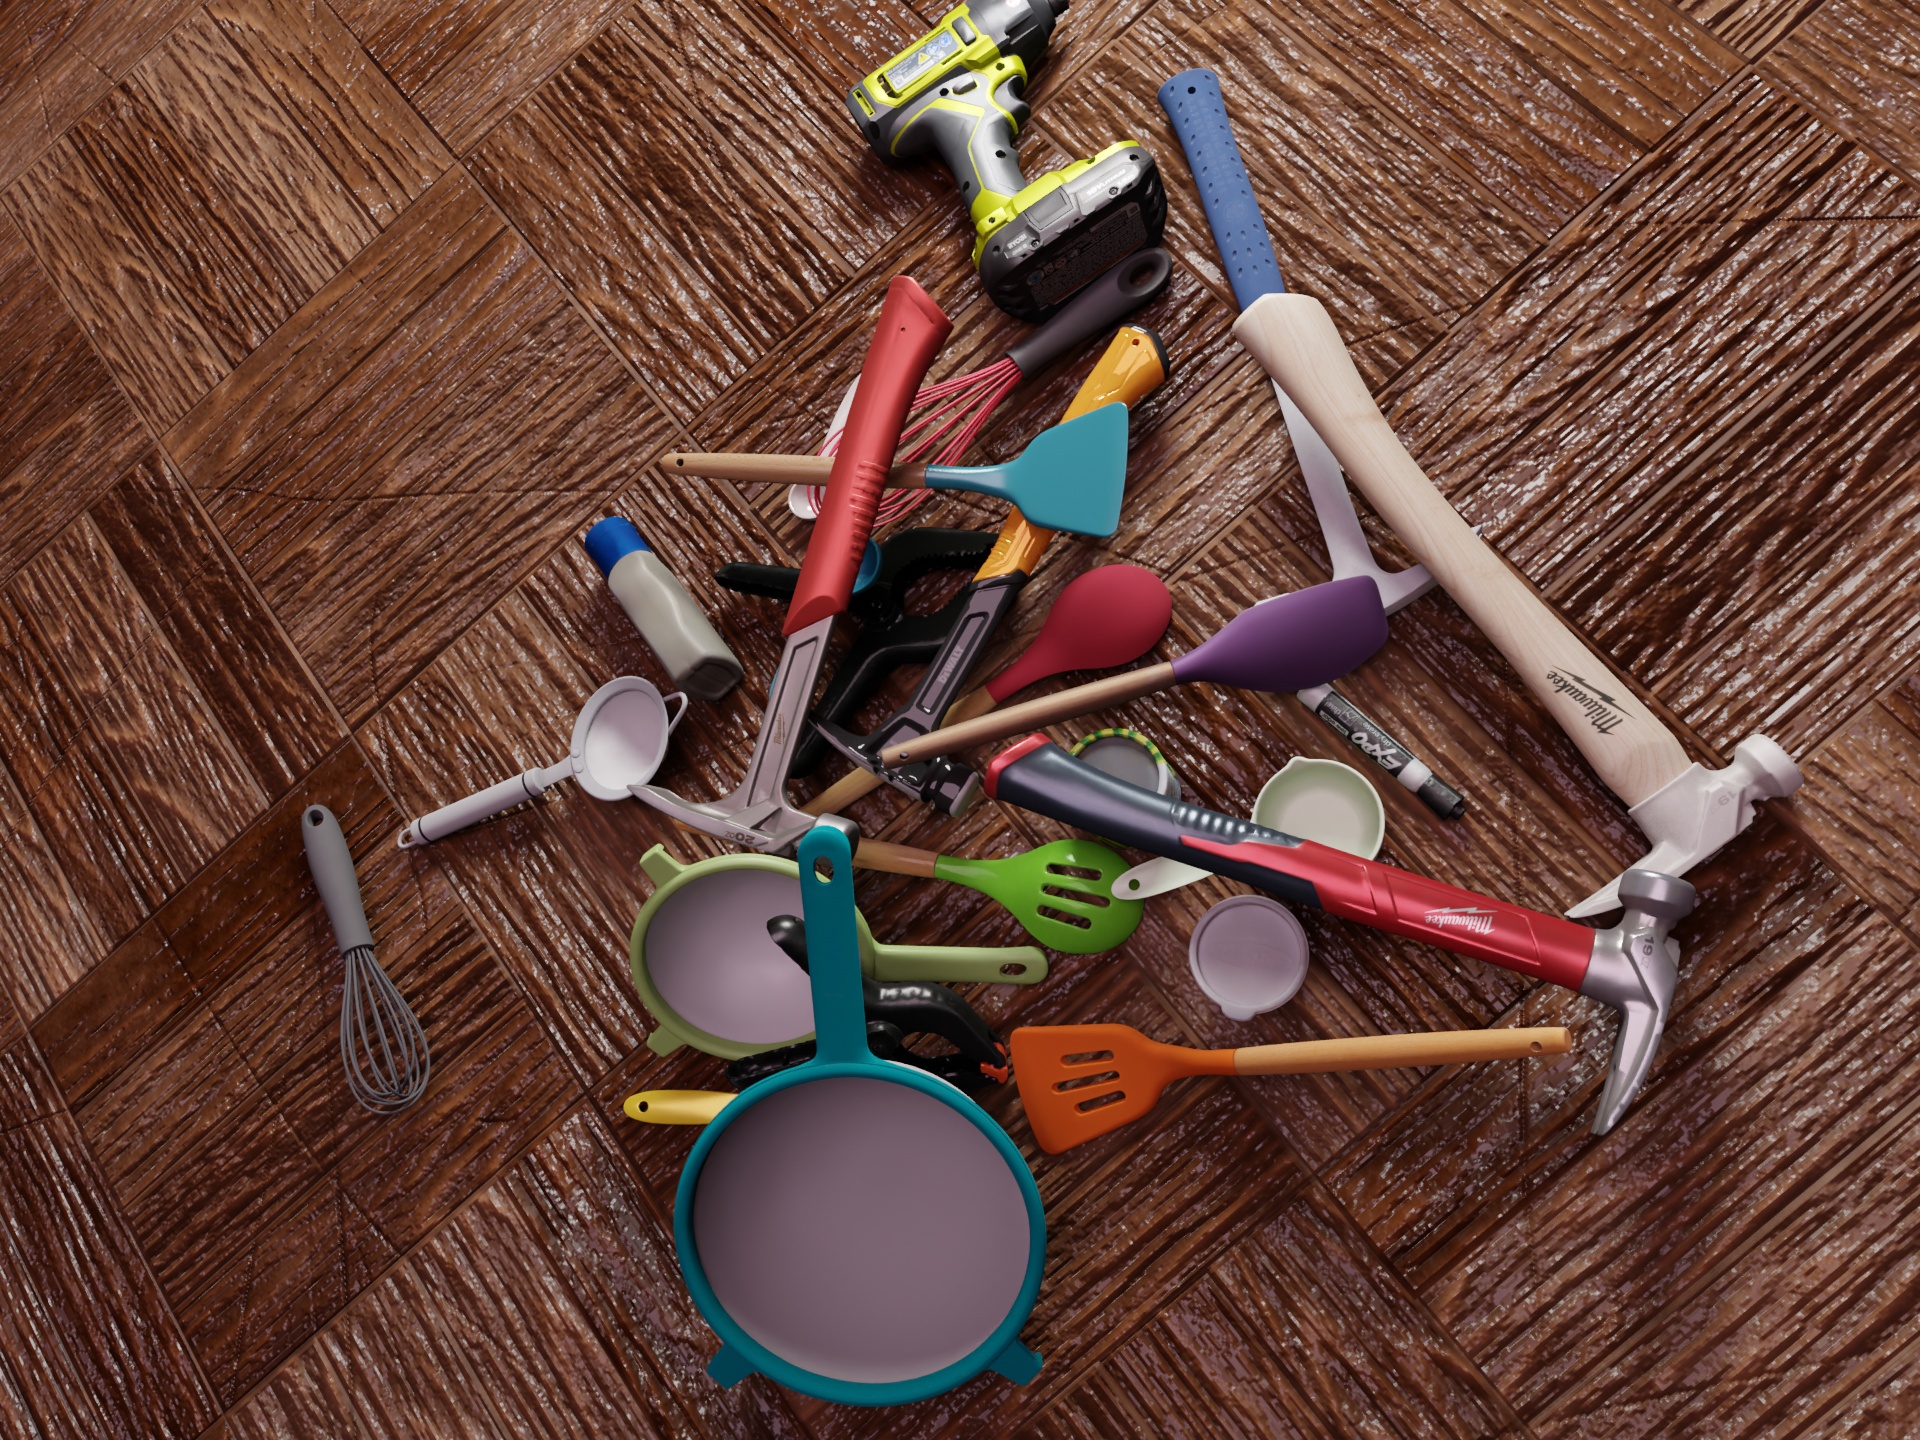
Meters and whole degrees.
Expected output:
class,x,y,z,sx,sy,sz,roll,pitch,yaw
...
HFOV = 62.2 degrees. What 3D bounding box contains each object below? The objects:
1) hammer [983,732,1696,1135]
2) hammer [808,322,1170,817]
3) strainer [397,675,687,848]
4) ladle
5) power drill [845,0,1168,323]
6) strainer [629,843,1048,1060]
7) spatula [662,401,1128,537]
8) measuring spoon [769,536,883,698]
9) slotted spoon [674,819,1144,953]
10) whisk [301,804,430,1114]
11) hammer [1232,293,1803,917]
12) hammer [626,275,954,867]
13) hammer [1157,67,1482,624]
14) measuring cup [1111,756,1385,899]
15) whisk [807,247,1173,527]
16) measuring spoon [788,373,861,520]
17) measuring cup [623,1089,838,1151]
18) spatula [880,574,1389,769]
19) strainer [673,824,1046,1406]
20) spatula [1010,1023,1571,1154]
class,x,y,z,sx,sy,sz,roll,pitch,yaw
hammer,0.192,0.100,0.887,0.386,0.038,0.143,17,81,13
hammer,0.029,-0.111,1.015,0.127,0.034,0.337,29,83,14
strainer,-0.286,0.039,1.099,0.258,0.050,0.087,-22,65,16
ladle,-0.002,-0.003,1.035,0.315,0.031,0.069,-34,67,8
power drill,0.040,-0.401,1.096,0.171,0.080,0.223,-33,67,6
strainer,-0.074,0.137,0.999,0.256,0.069,0.151,2,116,-2
spatula,-0.048,-0.160,1.004,0.317,0.044,0.082,5,87,16
measuring spoon,-0.088,-0.063,1.042,0.042,0.021,0.128,33,97,27
slotted spoon,-0.039,0.090,1.011,0.314,0.031,0.070,9,84,16
whisk,-0.422,0.161,1.106,0.055,0.055,0.239,-30,66,7
hammer,0.290,-0.081,0.929,0.146,0.038,0.411,-38,79,6
hammer,-0.088,-0.098,0.979,0.149,0.036,0.359,17,91,16
hammer,0.209,-0.250,1.029,0.144,0.035,0.406,-18,72,12
measuring cup,0.173,0.079,0.957,0.167,0.038,0.083,-20,72,13
whisk,0.022,-0.225,1.068,0.296,0.073,0.073,-36,70,-1
measuring spoon,-0.083,-0.192,1.114,0.034,0.018,0.124,18,75,21
measuring cup,-0.146,0.246,1.010,0.156,0.029,0.062,-3,76,13
spatula,0.105,-0.019,0.961,0.316,0.018,0.059,-16,99,2
strainer,-0.058,0.218,0.918,0.211,0.095,0.340,-3,100,6
spatula,0.173,0.192,0.882,0.322,0.041,0.081,-14,93,37
